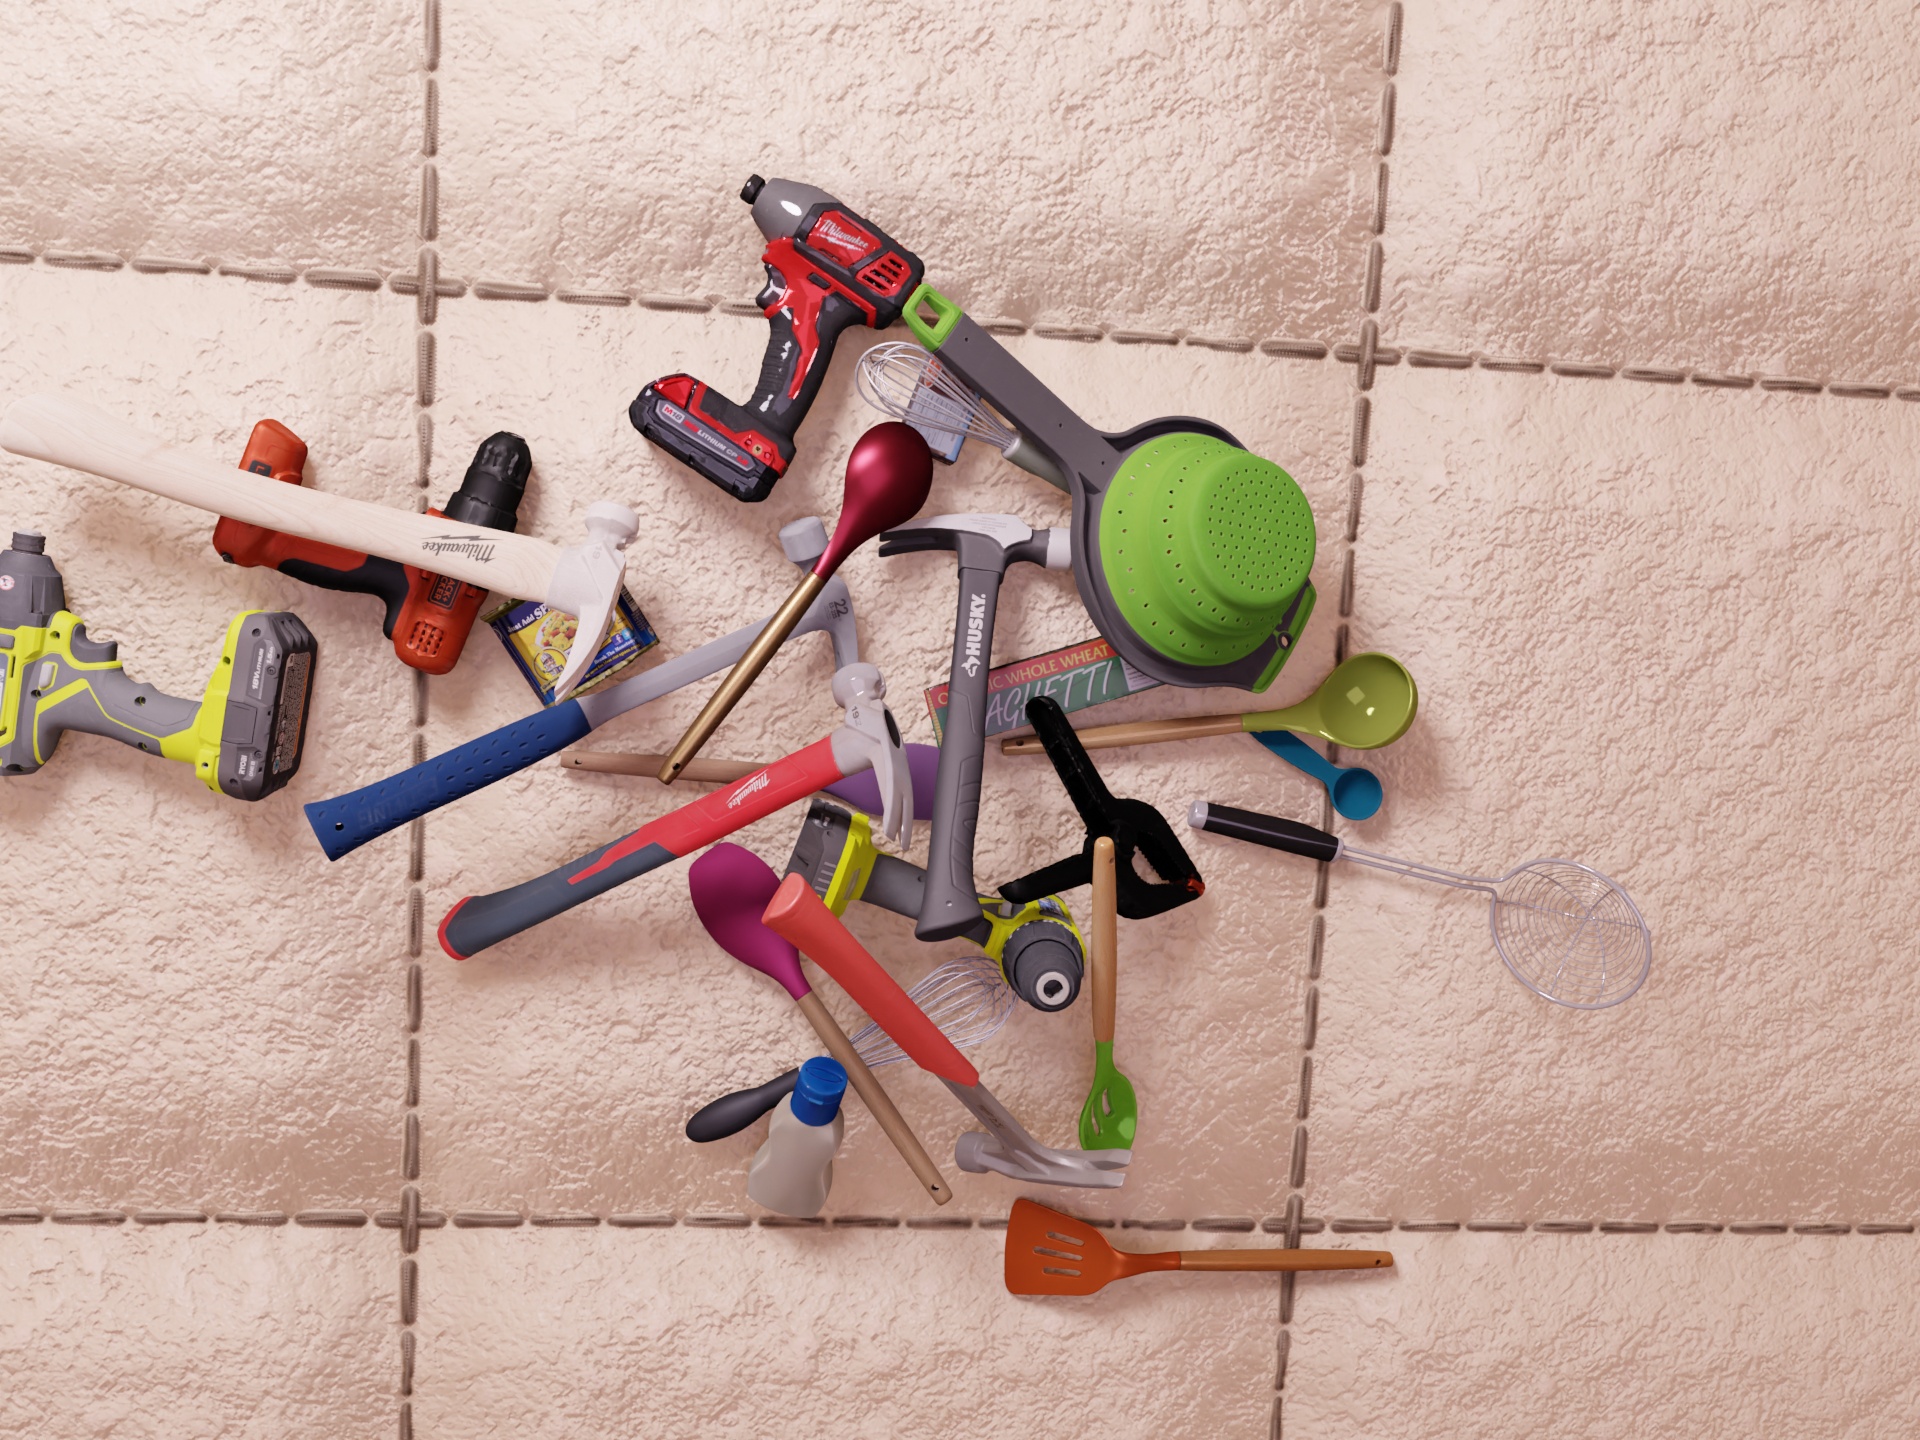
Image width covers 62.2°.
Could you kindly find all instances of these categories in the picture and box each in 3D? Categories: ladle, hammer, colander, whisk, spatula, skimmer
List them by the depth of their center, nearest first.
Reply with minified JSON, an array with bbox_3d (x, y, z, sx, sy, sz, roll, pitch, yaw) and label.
[{"bbox_3d":[-0.436,-0.130,1.073,0.410,0.038,0.146,15,68,-6],"label":"hammer"},{"bbox_3d":[-0.254,-0.003,1.125,0.405,0.035,0.144,-26,111,-19],"label":"hammer"},{"bbox_3d":[-0.002,-0.004,1.128,0.146,0.035,0.335,7,63,-2],"label":"hammer"},{"bbox_3d":[-0.210,0.099,1.129,0.386,0.143,0.038,-26,144,16],"label":"hammer"},{"bbox_3d":[0.128,-0.178,1.129,0.396,0.094,0.204,39,69,-18],"label":"colander"},{"bbox_3d":[-0.018,0.230,1.130,0.358,0.149,0.037,53,46,-34],"label":"hammer"},{"bbox_3d":[-0.119,-0.083,1.140,0.069,0.031,0.315,39,84,-25],"label":"ladle"},{"bbox_3d":[0.030,-0.206,1.166,0.246,0.058,0.059,26,127,-25],"label":"whisk"},{"bbox_3d":[-0.143,0.039,1.212,0.316,0.018,0.060,4,96,-8],"label":"spatula"},{"bbox_3d":[0.191,-0.001,1.224,0.320,0.062,0.078,-6,64,-1],"label":"ladle"},{"bbox_3d":[-0.084,0.261,1.229,0.284,0.070,0.070,-26,99,2],"label":"whisk"},{"bbox_3d":[0.354,0.135,1.243,0.363,0.090,0.127,15,127,-6],"label":"skimmer"},{"bbox_3d":[0.198,0.436,1.298,0.322,0.041,0.081,4,96,-11],"label":"spatula"}]

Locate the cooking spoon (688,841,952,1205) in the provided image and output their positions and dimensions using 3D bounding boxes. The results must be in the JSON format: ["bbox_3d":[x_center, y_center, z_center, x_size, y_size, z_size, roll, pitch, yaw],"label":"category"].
[{"bbox_3d":[-0.103,0.229,1.199,0.069,0.017,0.319,-36,83,1],"label":"cooking spoon"}]

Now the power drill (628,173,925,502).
[{"bbox_3d":[-0.139,-0.278,1.147,0.143,0.078,0.219,34,89,-9],"label":"power drill"}]

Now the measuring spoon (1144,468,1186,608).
[{"bbox_3d":[0.158,-0.139,1.230,0.021,0.011,0.117,15,92,-8],"label":"measuring spoon"}]

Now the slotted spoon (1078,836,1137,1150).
[{"bbox_3d":[0.109,0.217,1.198,0.070,0.031,0.313,-34,133,-39],"label":"slotted spoon"}]

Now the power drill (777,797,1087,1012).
[{"bbox_3d":[-0.016,0.140,1.155,0.228,0.190,0.080,21,95,-4],"label":"power drill"}]

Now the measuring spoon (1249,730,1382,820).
[{"bbox_3d":[0.276,0.034,1.263,0.128,0.021,0.042,35,82,0],"label":"measuring spoon"}]

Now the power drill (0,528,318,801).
[{"bbox_3d":[-0.585,-0.034,1.126,0.223,0.080,0.171,11,96,-5],"label":"power drill"}]
